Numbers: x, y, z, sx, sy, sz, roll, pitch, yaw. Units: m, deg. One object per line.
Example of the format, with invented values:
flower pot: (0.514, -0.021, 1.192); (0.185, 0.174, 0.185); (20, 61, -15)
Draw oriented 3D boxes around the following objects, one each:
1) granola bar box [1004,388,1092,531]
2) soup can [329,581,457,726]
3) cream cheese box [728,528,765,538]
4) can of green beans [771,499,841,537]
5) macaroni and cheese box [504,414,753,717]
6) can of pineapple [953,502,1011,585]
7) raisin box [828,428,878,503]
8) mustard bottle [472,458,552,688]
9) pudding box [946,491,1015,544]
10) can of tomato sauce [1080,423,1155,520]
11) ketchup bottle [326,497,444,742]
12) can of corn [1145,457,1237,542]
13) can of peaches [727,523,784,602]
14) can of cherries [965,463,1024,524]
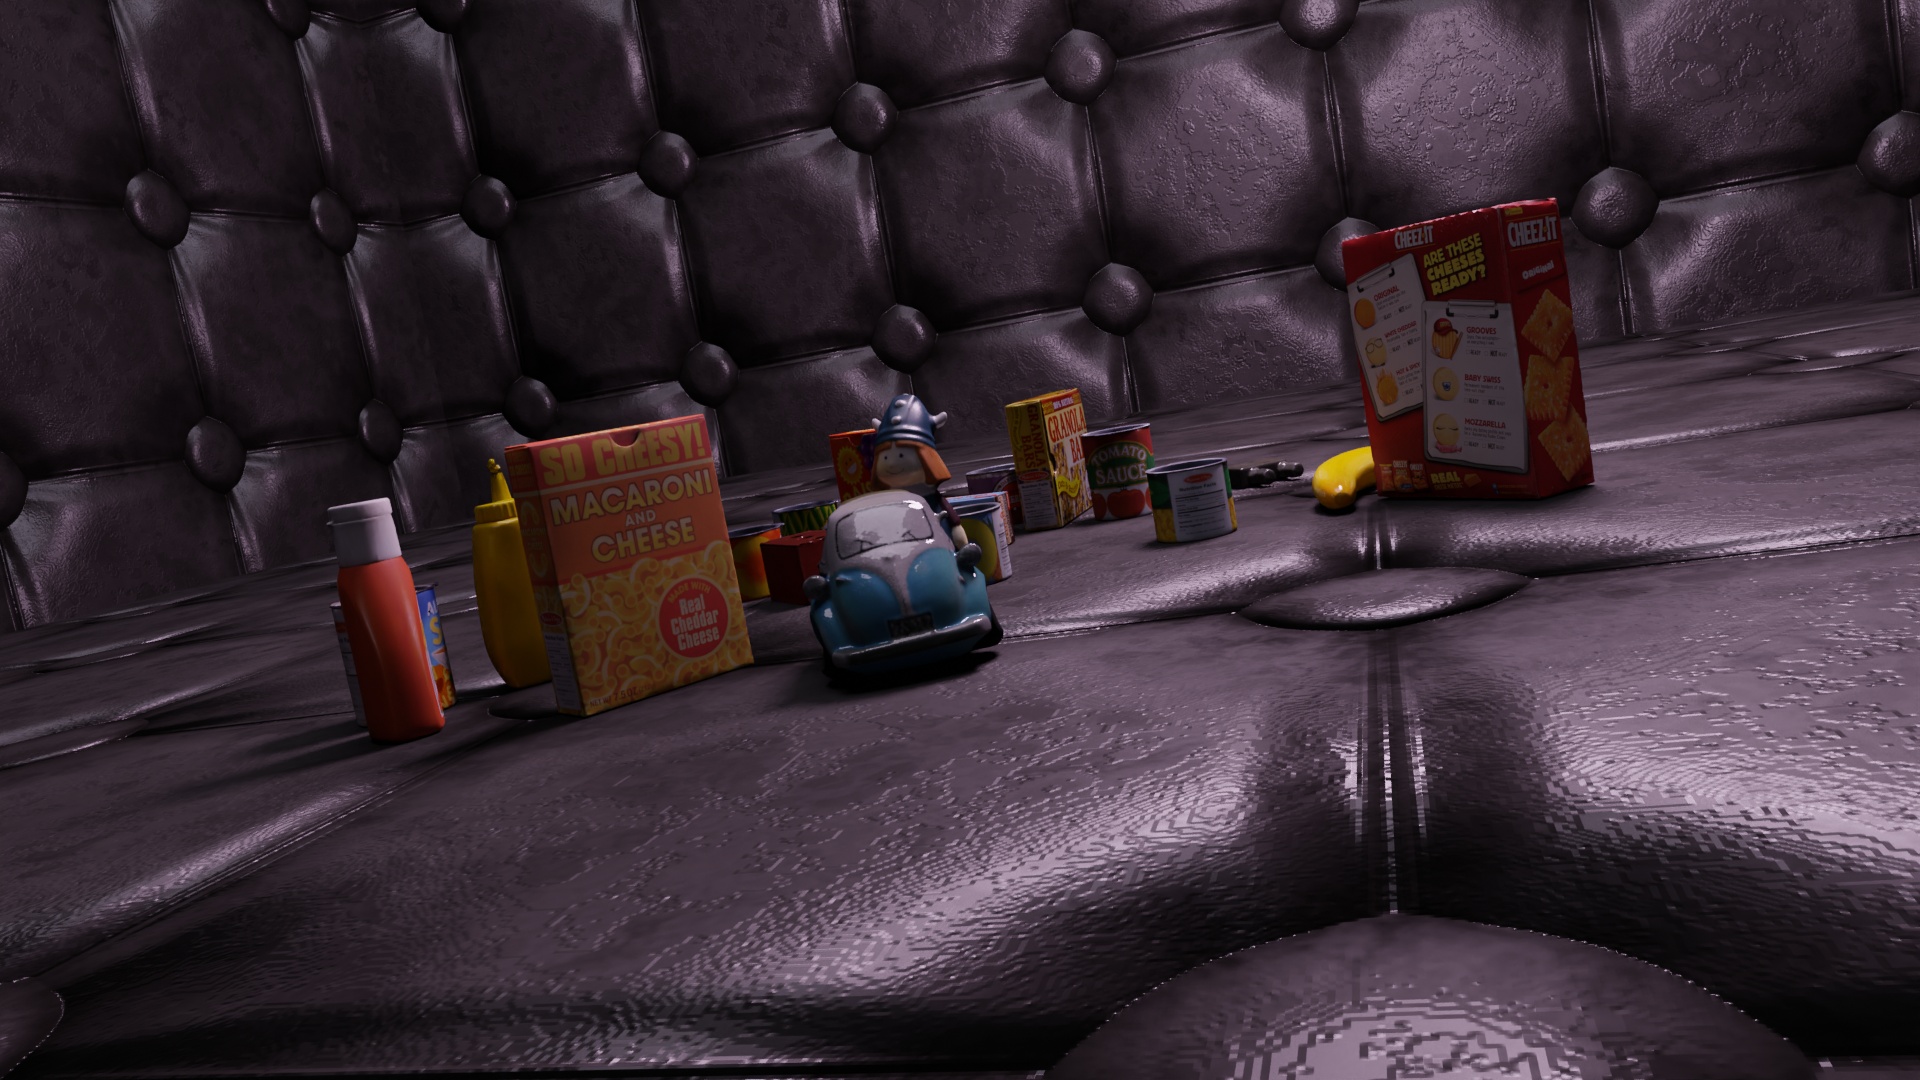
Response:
granola bar box: (0.094, -0.083, 1.386); (0.039, 0.124, 0.166); (-8, 7, 19)
soup can: (-0.381, 0.076, 0.942); (0.071, 0.083, 0.071); (-10, 7, 1)
cream cheese box: (-0.222, 0.023, 1.270); (0.104, 0.053, 0.024); (-10, 7, 1)
can of green beans: (-0.151, -0.007, 1.387); (0.071, 0.057, 0.071); (-10, 7, 1)
macaroni and cheese box: (-0.204, 0.012, 0.869); (0.124, 0.166, 0.040); (-16, 9, -41)
can of pineapple: (0.002, 0.005, 1.081); (0.071, 0.057, 0.071); (-10, 7, 1)
raisin box: (-0.076, -0.046, 1.325); (0.086, 0.123, 0.040); (-3, 9, 45)
mustard bottle: (-0.311, 0.021, 0.978); (0.065, 0.160, 0.049); (-14, 8, -33)
pudding box: (0.005, -0.016, 1.276); (0.083, 0.049, 0.030); (-6, 7, 27)
can of tomato sauce: (0.153, -0.065, 1.322); (0.071, 0.083, 0.071); (-10, 7, 1)
ketchup bottle: (-0.361, 0.049, 0.867); (0.044, 0.148, 0.064); (-14, 8, -34)
can of corn: (0.186, -0.033, 1.123); (0.071, 0.058, 0.071); (-10, 7, 1)
can of peaches: (-0.184, 0.020, 1.222); (0.071, 0.058, 0.071); (-10, 7, 1)
can of cherries: (0.043, -0.046, 1.428); (0.071, 0.058, 0.071); (-10, 7, 1)
